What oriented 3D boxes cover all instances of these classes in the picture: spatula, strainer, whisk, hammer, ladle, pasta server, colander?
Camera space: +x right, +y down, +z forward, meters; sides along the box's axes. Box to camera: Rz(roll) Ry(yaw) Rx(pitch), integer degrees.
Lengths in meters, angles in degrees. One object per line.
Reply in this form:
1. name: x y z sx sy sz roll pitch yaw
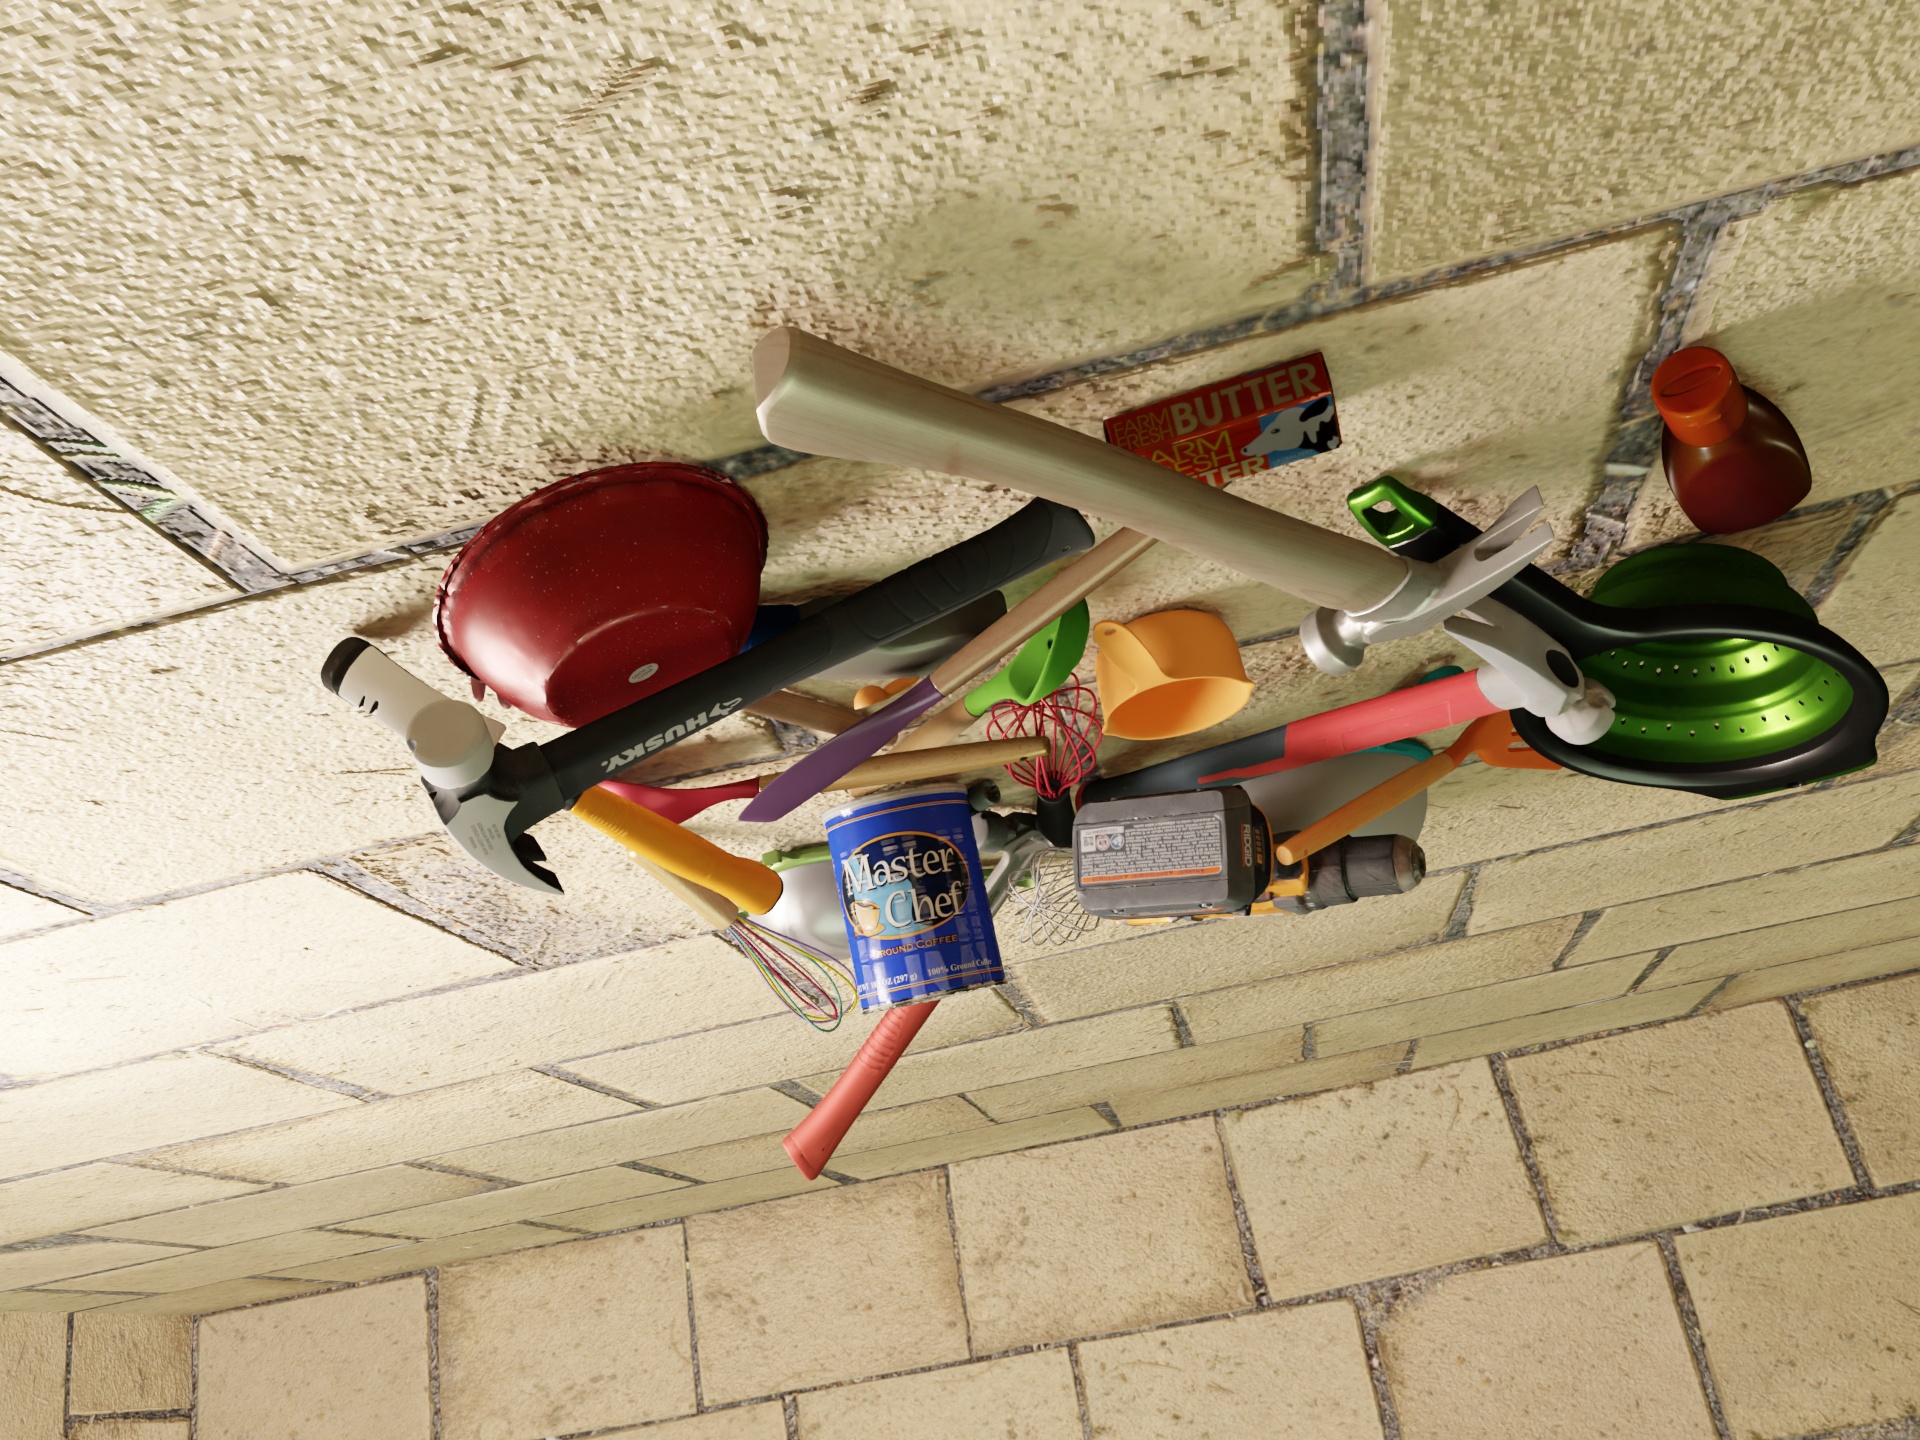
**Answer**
1. spatula: 0.317 0.038 1.056 0.322 0.041 0.081 -22 125 -39
2. strainer: 0.293 0.069 1.189 0.211 0.095 0.340 -3 157 -16
3. whisk: -0.160 0.160 1.172 0.047 0.051 0.244 -10 137 39
4. whisk: 0.100 0.110 1.159 0.070 0.070 0.284 -21 178 23
5. strainer: -0.051 0.151 1.266 0.256 0.069 0.151 0 155 -20
6. hammer: 0.095 -0.103 0.714 0.410 0.038 0.146 12 146 -36
7. whisk: 0.060 0.037 1.054 0.073 0.073 0.295 -11 158 1
8. ladle: -0.095 0.037 0.965 0.315 0.031 0.069 -9 156 20
9. pasta server: -0.139 -0.014 0.887 0.060 0.040 0.316 -41 146 24
10. colander: 0.375 -0.073 0.924 0.396 0.095 0.204 25 151 -27
11. hammer: -0.195 0.052 0.890 0.127 0.034 0.336 27 172 35
12. spatula: 0.007 -0.033 0.821 0.316 0.018 0.059 -36 162 16
13. hammer: -0.027 0.222 1.259 0.149 0.037 0.359 17 113 -46
14. hammer: -0.080 -0.025 0.738 0.335 0.035 0.146 -27 154 -17
15. hammer: 0.201 0.010 1.013 0.143 0.038 0.386 29 150 -30

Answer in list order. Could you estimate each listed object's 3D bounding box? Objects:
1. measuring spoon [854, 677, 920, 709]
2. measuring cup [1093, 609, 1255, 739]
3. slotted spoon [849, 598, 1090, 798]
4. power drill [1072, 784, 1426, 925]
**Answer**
1. measuring spoon: -0.040 -0.020 0.891 0.021 0.011 0.117 -17 -175 12
2. measuring cup: 0.106 -0.042 0.909 0.095 0.052 0.173 -19 154 19
3. slotted spoon: -0.002 -0.003 0.960 0.031 0.070 0.313 25 151 -17
4. power drill: 0.196 0.096 1.066 0.185 0.084 0.226 -8 167 30
